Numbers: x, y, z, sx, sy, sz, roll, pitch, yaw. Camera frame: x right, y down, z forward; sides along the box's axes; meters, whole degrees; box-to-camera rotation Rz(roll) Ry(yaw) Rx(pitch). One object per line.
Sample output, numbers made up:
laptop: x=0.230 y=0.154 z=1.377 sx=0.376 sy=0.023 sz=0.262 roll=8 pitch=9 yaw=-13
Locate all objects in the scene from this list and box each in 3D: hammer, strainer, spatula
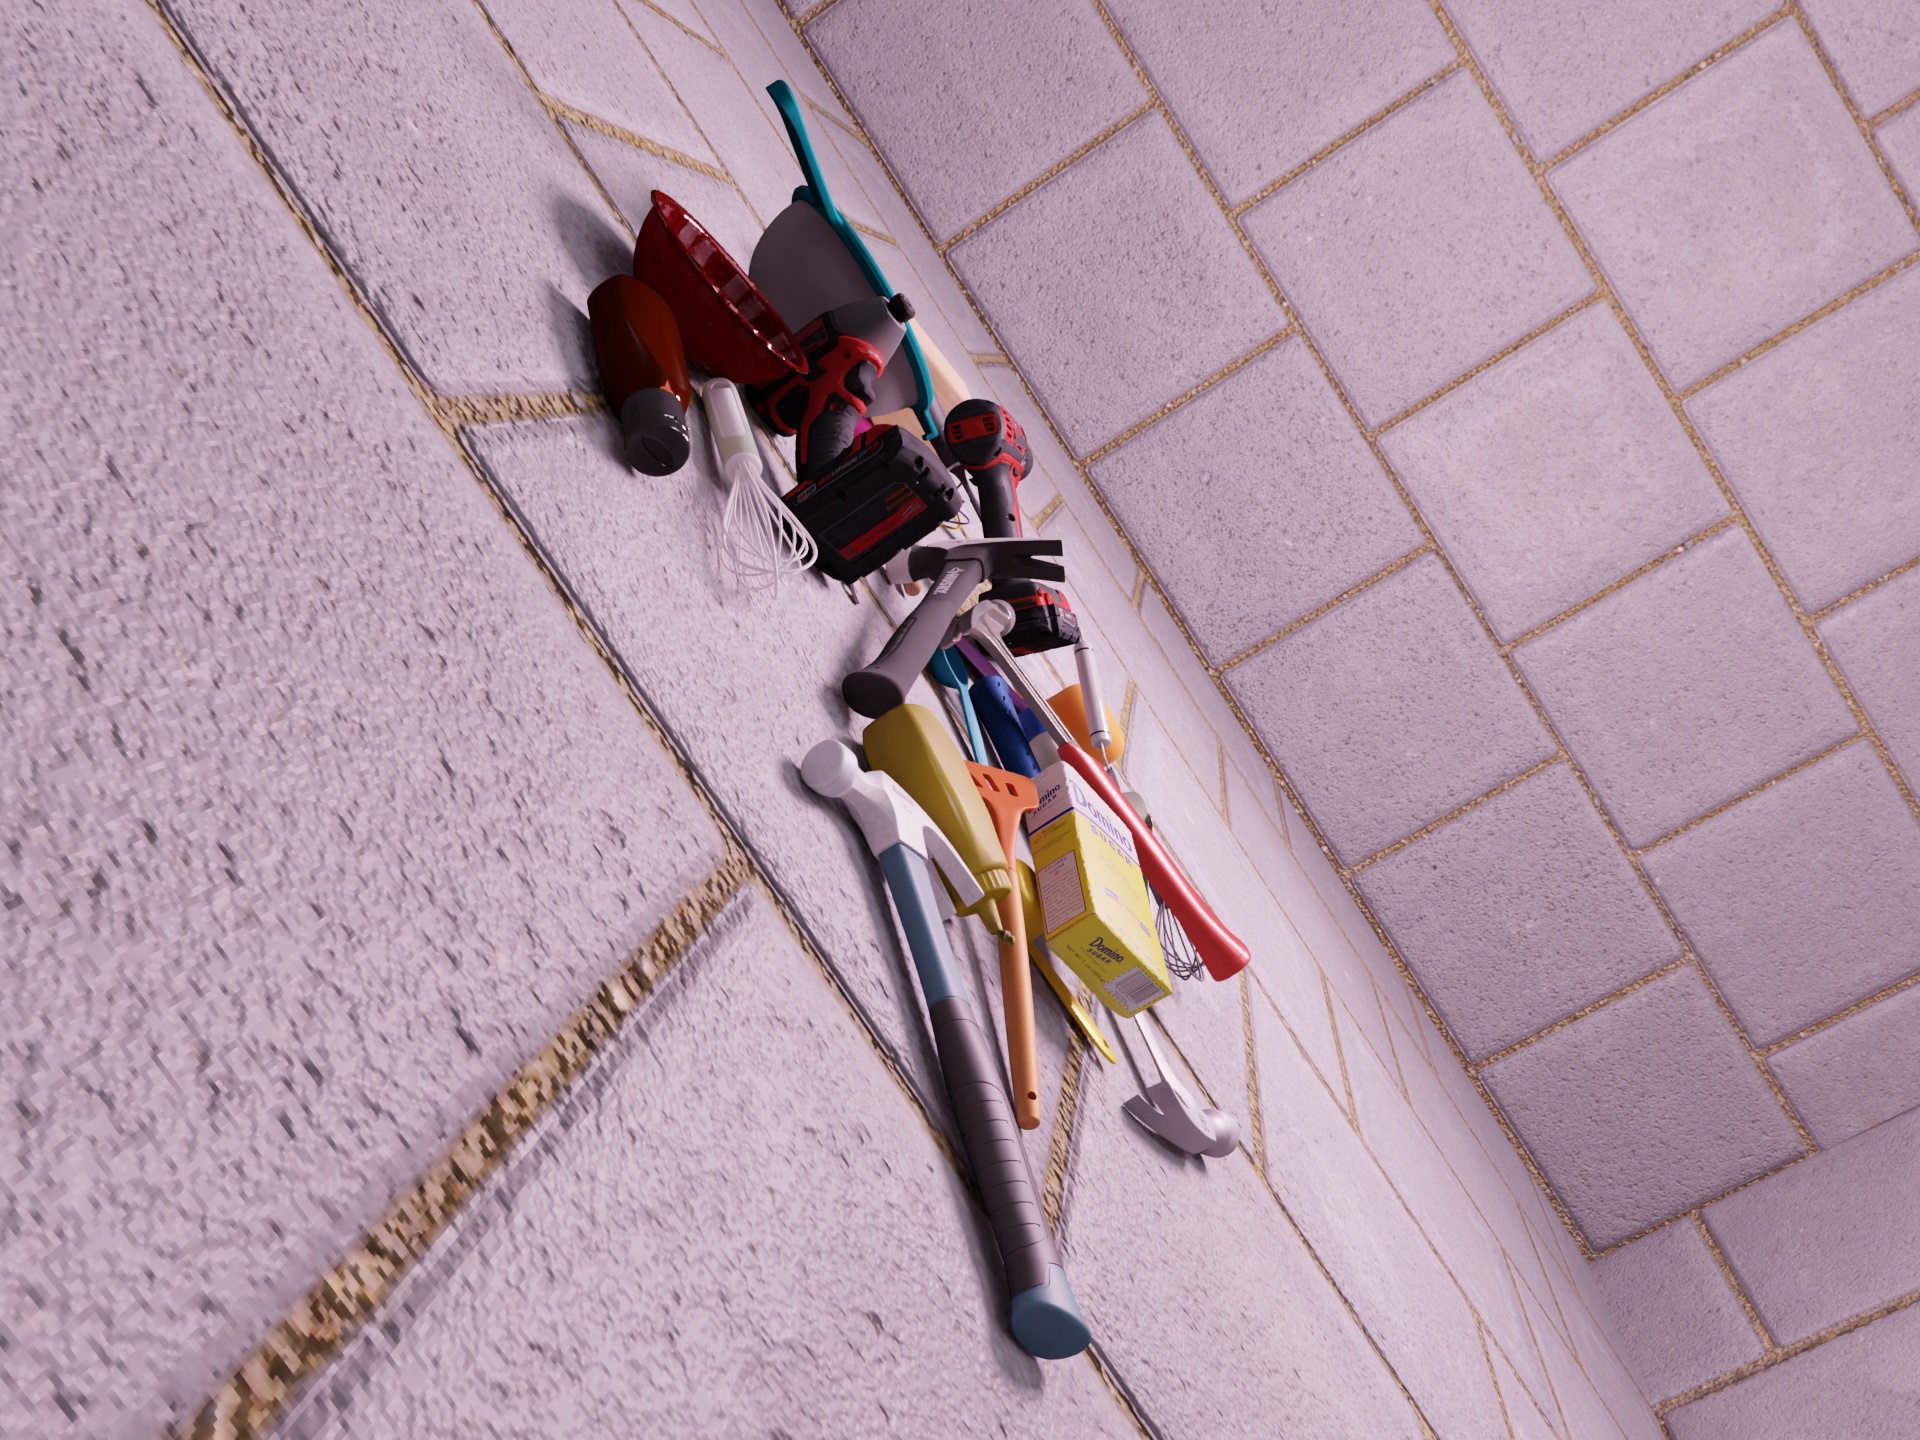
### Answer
hammer: x=0.001 y=-0.245 z=1.571 sx=0.408 sy=0.036 sz=0.149 roll=59 pitch=6 yaw=-48
hammer: x=0.091 y=0.133 z=1.195 sx=0.144 sy=0.035 sz=0.406 roll=37 pitch=25 yaw=-57
hammer: x=0.111 y=0.058 z=1.260 sx=0.359 sy=0.036 sz=0.149 roll=54 pitch=17 yaw=-2
strainer: x=0.128 y=0.026 z=1.462 sx=0.086 sy=0.050 sz=0.259 roll=76 pitch=5 yaw=-61
spatula: x=0.027 y=0.121 z=0.990 sx=0.081 sy=0.041 sz=0.323 roll=15 pitch=38 yaw=-15
hammer: x=-0.002 y=0.160 z=0.814 sx=0.128 sy=0.033 sz=0.331 roll=41 pitch=22 yaw=-47
strainer: x=-0.129 y=-0.361 z=1.284 sx=0.211 sy=0.095 sz=0.340 roll=54 pitch=-6 yaw=28
hammer: x=-0.016 y=-0.074 z=1.139 sx=0.335 sy=0.146 sz=0.035 roll=-62 pitch=148 yaw=-66
spatula: x=0.069 y=0.004 z=1.441 sx=0.315 sy=0.018 sz=0.060 roll=46 pitch=10 yaw=-39

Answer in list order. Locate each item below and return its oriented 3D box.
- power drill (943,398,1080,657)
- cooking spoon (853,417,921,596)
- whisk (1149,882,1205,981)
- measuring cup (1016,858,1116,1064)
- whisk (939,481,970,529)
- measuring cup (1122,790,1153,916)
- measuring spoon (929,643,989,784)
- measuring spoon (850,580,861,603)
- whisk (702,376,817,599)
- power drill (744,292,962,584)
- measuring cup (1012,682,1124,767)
power drill: x=0.048 y=-0.175 z=1.468 sx=0.188 sy=0.080 sz=0.227 roll=5 pitch=73 yaw=-76
cooking spoon: x=-0.071 y=-0.209 z=1.420 sx=0.068 sy=0.017 sz=0.319 roll=43 pitch=19 yaw=-39
whisk: x=0.187 y=0.162 z=1.460 sx=0.055 sy=0.055 sz=0.239 roll=52 pitch=10 yaw=-25
measuring cup: x=0.068 y=0.159 z=1.063 sx=0.156 sy=0.029 sz=0.062 roll=55 pitch=14 yaw=0
whisk: x=-0.029 y=-0.183 z=1.396 sx=0.245 sy=0.051 sz=0.047 roll=-59 pitch=147 yaw=-75
measuring cup: x=0.138 y=0.141 z=1.336 sx=0.083 sy=0.038 sz=0.168 roll=122 pitch=-36 yaw=-64
measuring spoon: x=-0.002 y=-0.004 z=1.227 sx=0.042 sy=0.021 sz=0.129 roll=36 pitch=34 yaw=-59
measuring spoon: x=-0.092 y=-0.133 z=1.197 sx=0.034 sy=0.018 sz=0.124 roll=61 pitch=12 yaw=-53
whisk: x=-0.138 y=-0.158 z=1.019 sx=0.247 sy=0.058 sz=0.059 roll=-113 pitch=-161 yaw=-48
power drill: x=-0.078 y=-0.217 z=1.156 sx=0.078 sy=0.143 sz=0.220 roll=41 pitch=24 yaw=-45
measuring cup: x=0.104 y=-0.009 z=1.516 sx=0.173 sy=0.052 sz=0.095 roll=42 pitch=21 yaw=-55
